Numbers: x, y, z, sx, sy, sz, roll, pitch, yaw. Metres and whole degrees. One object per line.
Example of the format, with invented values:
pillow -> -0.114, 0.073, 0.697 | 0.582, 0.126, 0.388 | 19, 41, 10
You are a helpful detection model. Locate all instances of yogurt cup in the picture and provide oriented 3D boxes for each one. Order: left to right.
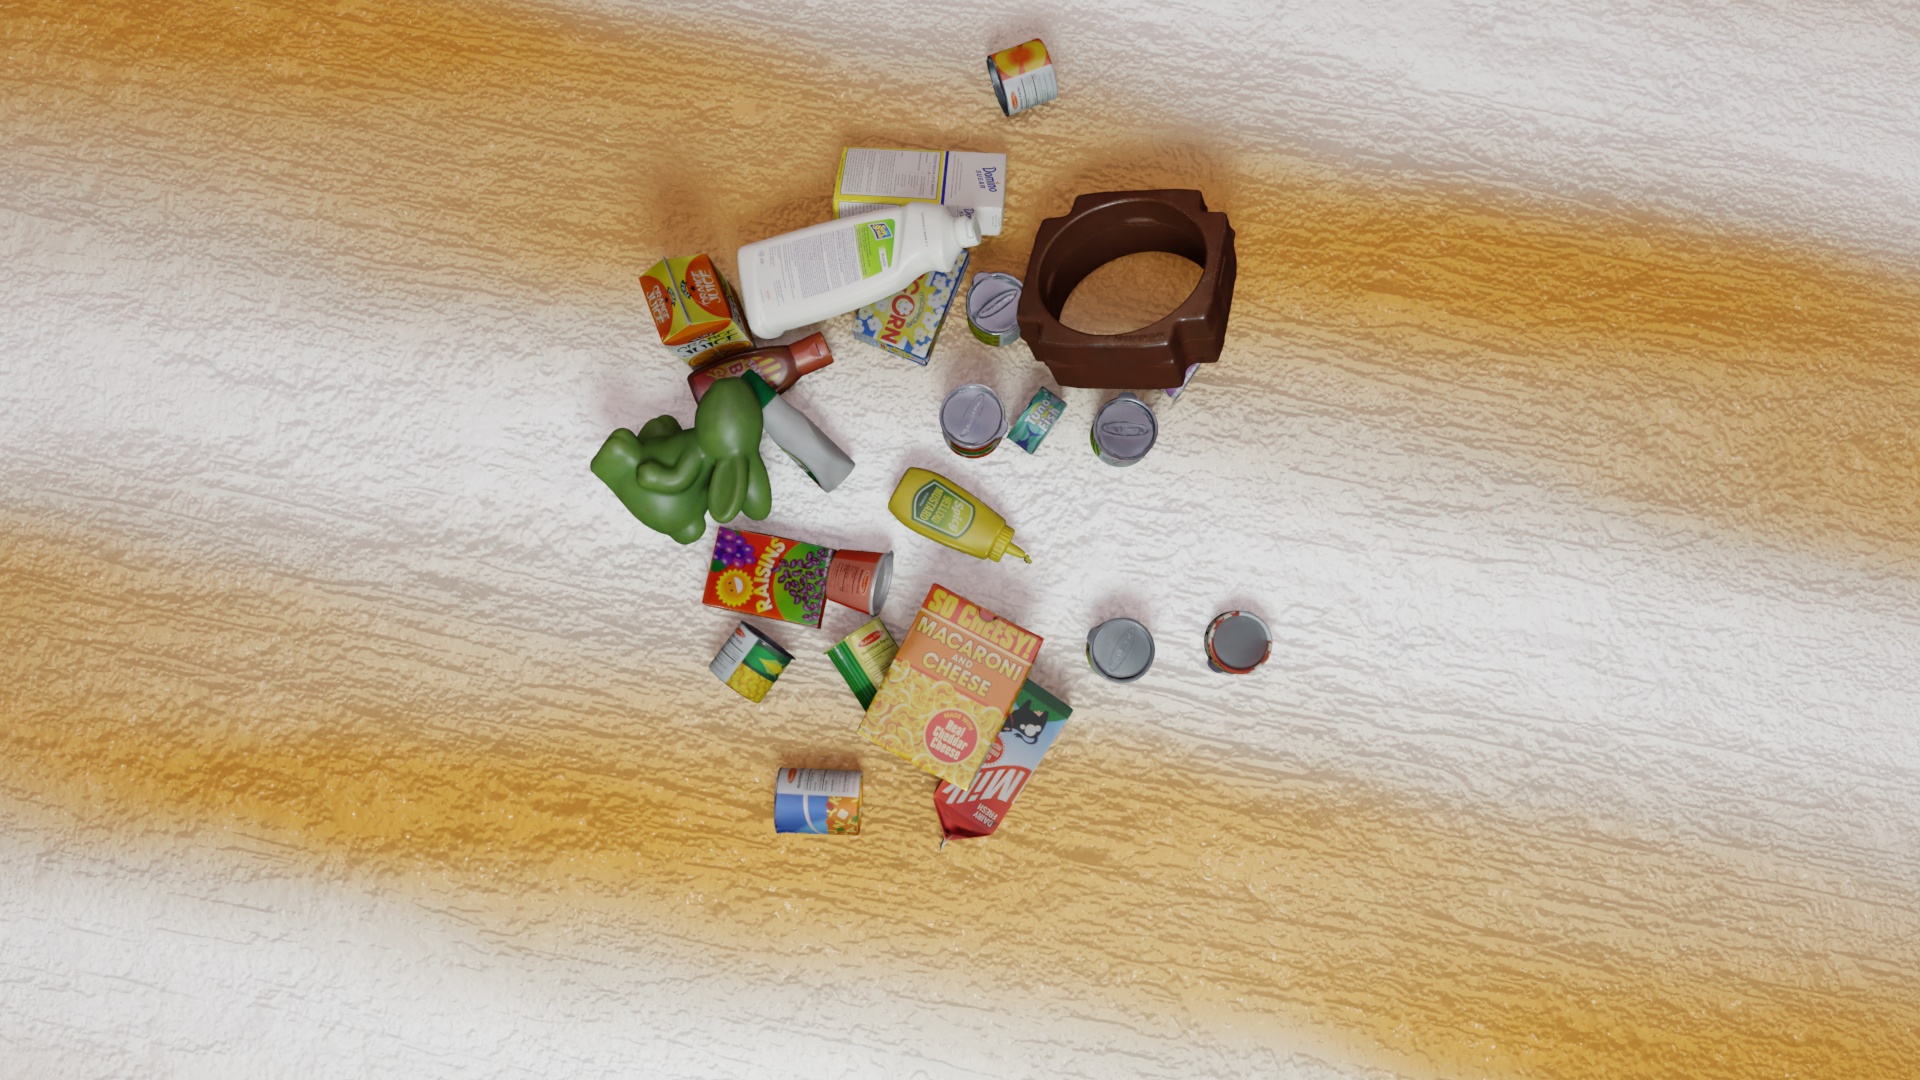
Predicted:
yogurt cup -> -0.105, 0.041, 1.429 | 0.054, 0.072, 0.072 | 12, 85, 10

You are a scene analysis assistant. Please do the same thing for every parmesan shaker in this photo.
parmesan shaker -> -0.084, 0.140, 1.416 | 0.071, 0.071, 0.103 | -33, 86, -2

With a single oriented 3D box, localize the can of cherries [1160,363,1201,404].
can of cherries -> 0.217, -0.186, 1.444 | 0.058, 0.071, 0.071 | 35, 86, 4

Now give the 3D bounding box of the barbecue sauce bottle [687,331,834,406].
barbecue sauce bottle -> -0.208, -0.174, 1.459 | 0.148, 0.044, 0.065 | -24, 94, -2

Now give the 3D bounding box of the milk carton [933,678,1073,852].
milk carton -> 0.032, 0.229, 1.404 | 0.073, 0.072, 0.190 | 33, 86, 4

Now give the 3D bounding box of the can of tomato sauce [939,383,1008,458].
can of tomato sauce -> 0.014, -0.121, 1.431 | 0.071, 0.083, 0.071 | 0, 85, 1

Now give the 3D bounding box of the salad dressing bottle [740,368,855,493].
salad dressing bottle -> -0.175, -0.114, 1.431 | 0.044, 0.064, 0.147 | -45, 103, 3

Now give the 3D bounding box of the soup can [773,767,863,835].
soup can -> -0.143, 0.267, 1.407 | 0.084, 0.071, 0.071 | 2, 85, 1

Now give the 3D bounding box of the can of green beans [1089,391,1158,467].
can of green beans -> 0.169, -0.112, 1.441 | 0.071, 0.058, 0.071 | 0, 85, 1

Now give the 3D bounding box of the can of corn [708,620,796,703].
can of corn -> -0.213, 0.126, 1.422 | 0.071, 0.071, 0.058 | 36, 87, 4

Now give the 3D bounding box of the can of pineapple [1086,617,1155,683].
can of pineapple -> 0.161, 0.111, 1.420 | 0.071, 0.058, 0.071 | 0, 85, 1

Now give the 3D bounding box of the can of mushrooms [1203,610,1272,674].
can of mushrooms -> 0.285, 0.107, 1.431 | 0.071, 0.033, 0.071 | 0, 85, 0

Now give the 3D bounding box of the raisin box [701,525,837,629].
raisin box -> -0.197, 0.038, 1.442 | 0.123, 0.040, 0.086 | 11, 85, 1

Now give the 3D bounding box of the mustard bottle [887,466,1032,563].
mustard bottle -> 0.005, -0.018, 1.439 | 0.160, 0.049, 0.065 | 28, 87, 3

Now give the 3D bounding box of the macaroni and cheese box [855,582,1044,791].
macaroni and cheese box -> -0.009, 0.143, 1.359 | 0.124, 0.040, 0.166 | 27, 85, 6

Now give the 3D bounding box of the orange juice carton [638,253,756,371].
orange juice carton -> -0.264, -0.230, 1.391 | 0.073, 0.192, 0.072 | -20, 86, 0

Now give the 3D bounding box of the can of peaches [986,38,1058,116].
can of peaches -> 0.065, -0.494, 1.475 | 0.058, 0.071, 0.071 | -20, 85, -1

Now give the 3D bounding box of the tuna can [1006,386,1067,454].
tuna can -> 0.080, -0.125, 1.437 | 0.033, 0.071, 0.071 | 35, 86, 3

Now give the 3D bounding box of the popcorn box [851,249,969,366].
popcorn box -> -0.052, -0.260, 1.468 | 0.085, 0.038, 0.127 | 22, 85, 3

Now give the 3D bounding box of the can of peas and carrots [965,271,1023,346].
can of peas and carrots -> 0.037, -0.243, 1.455 | 0.071, 0.058, 0.071 | 0, 84, 1
